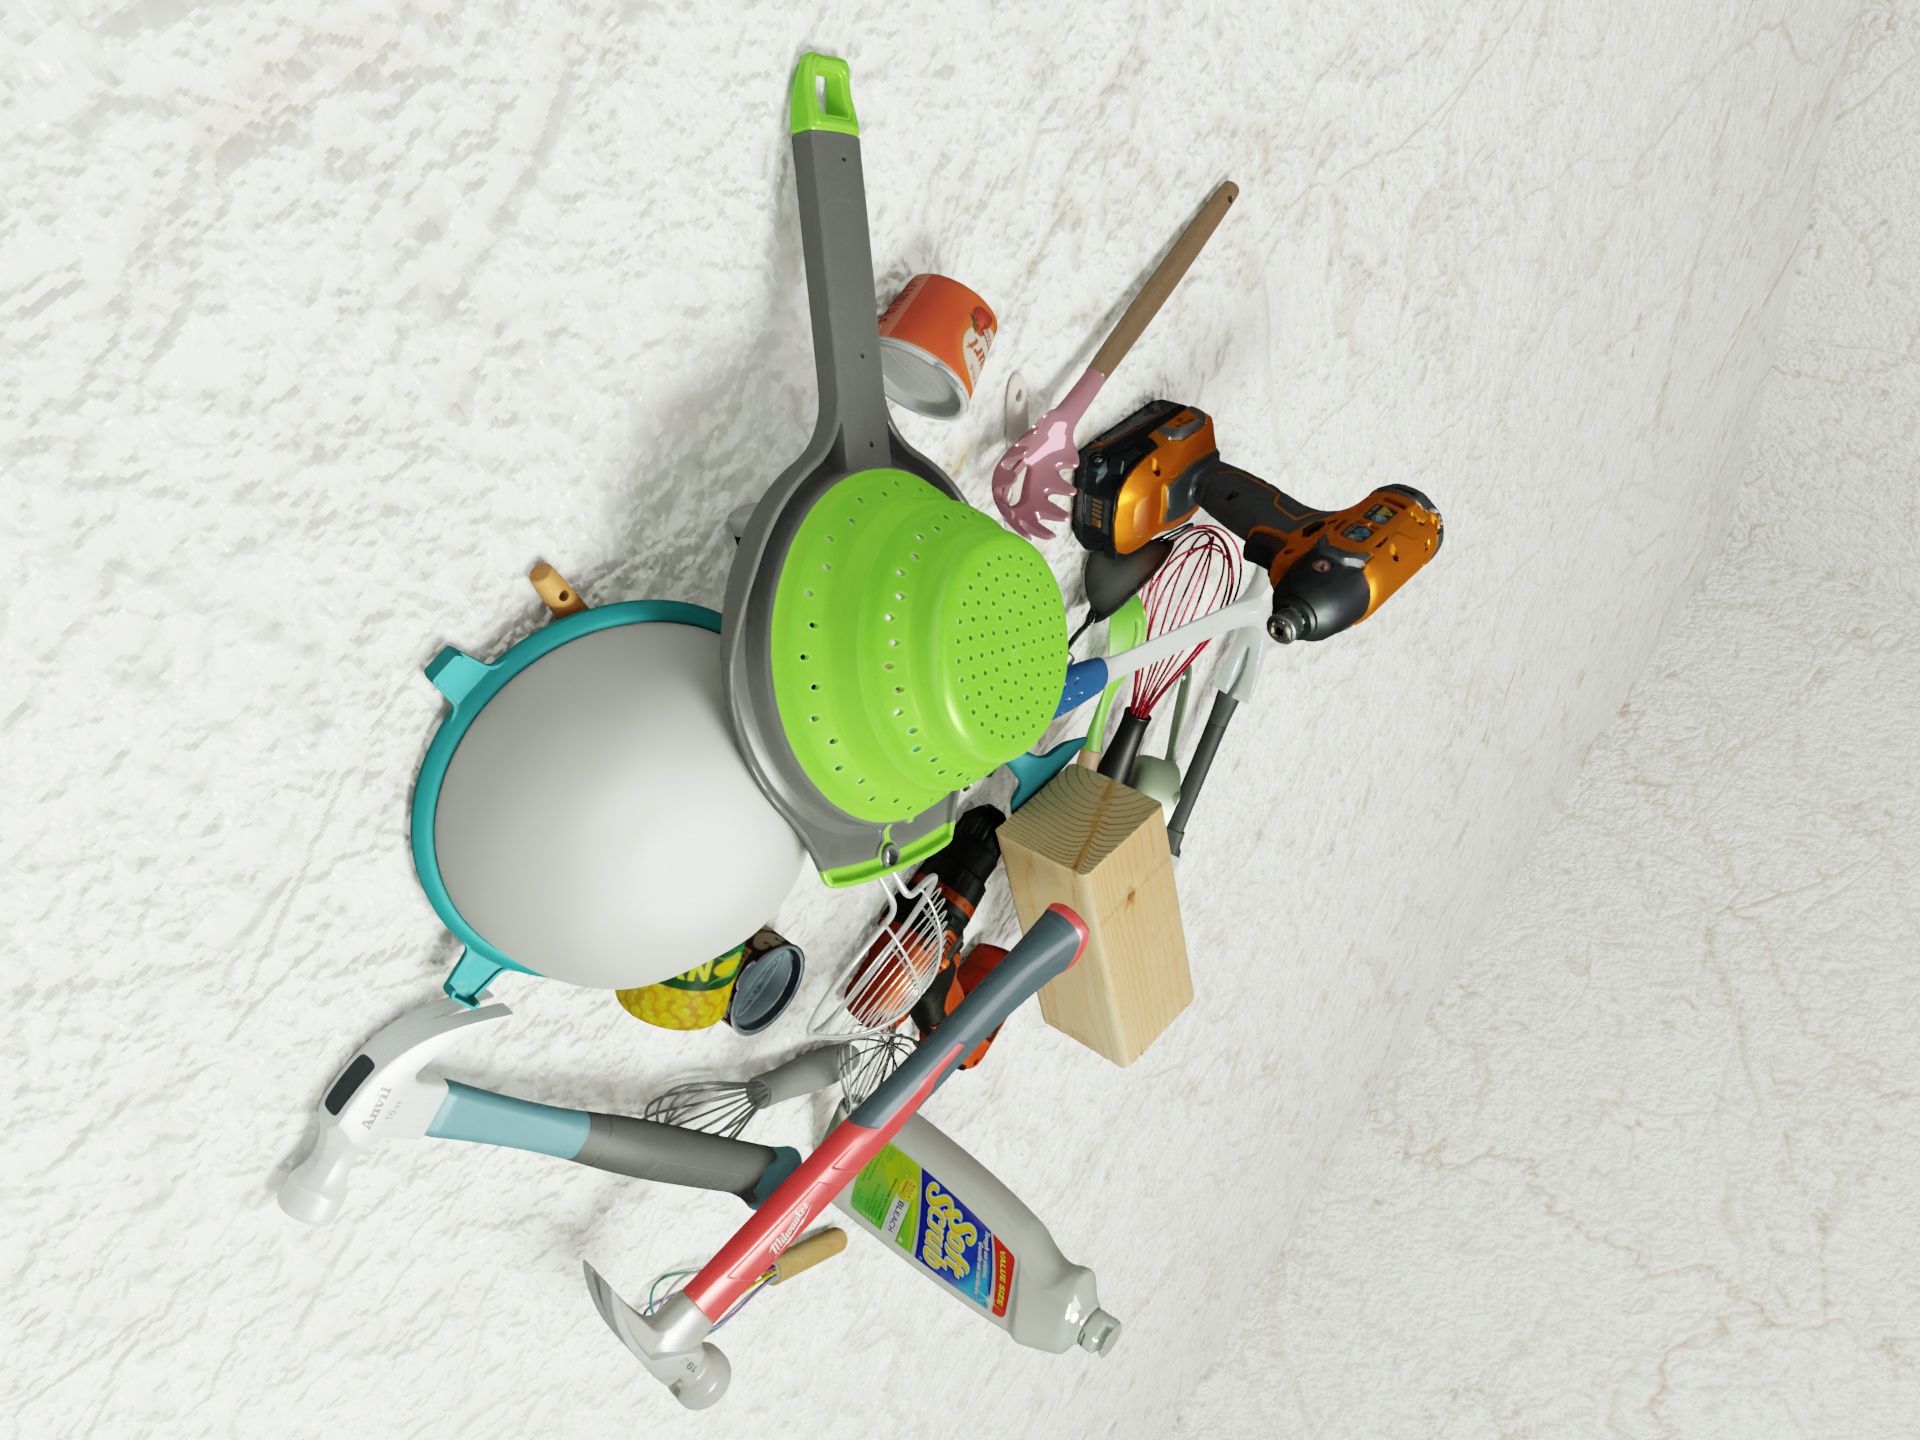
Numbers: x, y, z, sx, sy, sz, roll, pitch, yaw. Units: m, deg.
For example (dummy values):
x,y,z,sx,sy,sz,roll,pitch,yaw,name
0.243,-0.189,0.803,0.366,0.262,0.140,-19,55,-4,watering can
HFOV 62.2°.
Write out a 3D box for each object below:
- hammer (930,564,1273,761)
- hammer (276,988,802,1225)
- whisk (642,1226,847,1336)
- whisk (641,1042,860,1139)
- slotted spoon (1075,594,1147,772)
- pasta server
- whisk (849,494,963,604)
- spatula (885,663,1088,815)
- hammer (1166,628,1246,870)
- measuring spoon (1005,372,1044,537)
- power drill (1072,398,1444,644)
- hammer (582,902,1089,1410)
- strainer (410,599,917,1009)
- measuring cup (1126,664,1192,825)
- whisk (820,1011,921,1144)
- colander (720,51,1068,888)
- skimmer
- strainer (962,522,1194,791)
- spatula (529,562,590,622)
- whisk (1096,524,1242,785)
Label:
x,y,z,sx,sy,sz,roll,pitch,yaw,name
0.102,-0.029,1.099,0.405,0.035,0.144,-24,132,-41,hammer
-0.207,0.236,0.893,0.330,0.033,0.128,31,85,-49,hammer
-0.157,0.416,1.186,0.047,0.051,0.245,-48,159,18,whisk
-0.135,0.254,1.073,0.239,0.055,0.055,-5,118,-61,whisk
0.094,0.048,1.225,0.070,0.031,0.314,-2,108,-72,slotted spoon
0.107,-0.242,1.033,0.316,0.040,0.060,-55,132,-20,pasta server
-0.009,-0.095,0.972,0.070,0.070,0.284,-61,156,-2,whisk
-0.002,-0.003,1.059,0.082,0.044,0.317,-47,140,6,spatula
0.234,-0.012,1.416,0.146,0.035,0.335,3,109,-80,hammer
0.043,-0.168,1.026,0.034,0.018,0.124,-42,144,-31,measuring spoon
0.187,-0.129,1.072,0.164,0.227,0.084,-38,143,-36,power drill
-0.060,0.245,0.995,0.386,0.038,0.143,-43,133,-22,hammer
-0.095,0.044,0.807,0.340,0.095,0.210,-11,120,-31,strainer
0.164,0.024,1.357,0.083,0.038,0.168,148,-41,-69,measuring cup
-0.073,0.273,1.129,0.246,0.059,0.058,112,-18,-53,whisk
-0.020,-0.116,0.758,0.204,0.094,0.397,-17,105,-52,colander
-0.087,0.039,0.933,0.127,0.090,0.363,-45,129,-40,skimmer
0.077,-0.054,1.154,0.258,0.050,0.087,-54,-167,-3,strainer
-0.155,0.018,0.868,0.081,0.041,0.322,-53,145,-19,spatula
0.150,-0.023,1.281,0.073,0.073,0.295,-14,131,-53,whisk
